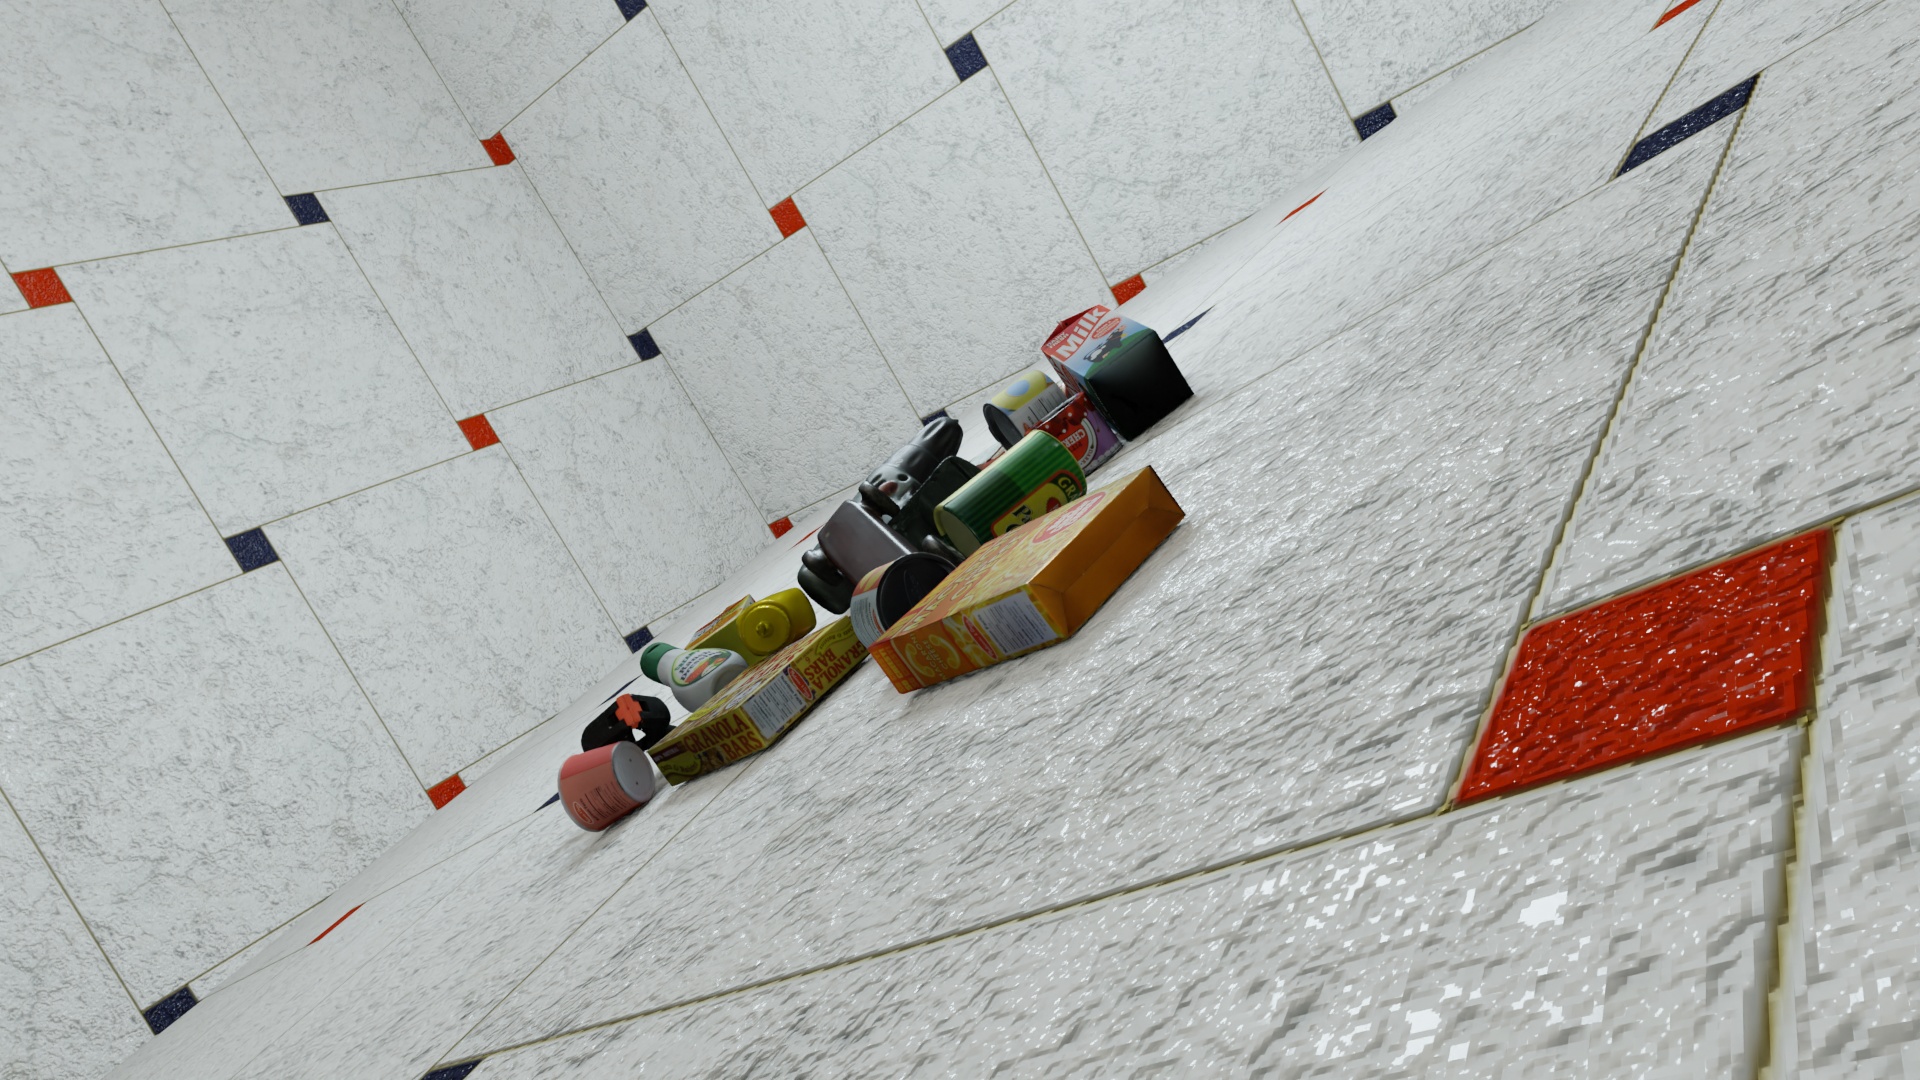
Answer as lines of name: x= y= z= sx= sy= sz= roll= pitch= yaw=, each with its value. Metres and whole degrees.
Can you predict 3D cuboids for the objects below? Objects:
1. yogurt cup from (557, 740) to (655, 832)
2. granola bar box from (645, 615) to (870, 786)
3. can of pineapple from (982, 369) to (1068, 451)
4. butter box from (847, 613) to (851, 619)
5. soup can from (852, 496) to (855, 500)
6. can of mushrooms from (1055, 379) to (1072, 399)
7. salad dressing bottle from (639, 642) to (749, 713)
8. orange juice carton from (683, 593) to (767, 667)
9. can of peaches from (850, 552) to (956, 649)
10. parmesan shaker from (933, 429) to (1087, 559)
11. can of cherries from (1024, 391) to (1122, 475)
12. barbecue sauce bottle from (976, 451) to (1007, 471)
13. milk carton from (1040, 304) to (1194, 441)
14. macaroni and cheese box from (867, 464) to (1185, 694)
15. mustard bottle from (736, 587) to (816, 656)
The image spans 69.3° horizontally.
yogurt cup: x=-0.290 y=0.200 z=1.148 sx=0.054 sy=0.072 sz=0.072 roll=-26 pitch=10 yaw=18
granola bar box: x=-0.158 y=0.127 z=1.085 sx=0.125 sy=0.039 sz=0.165 roll=-41 pitch=8 yaw=-40
can of pineapple: x=0.062 y=-0.115 z=1.270 sx=0.058 sy=0.071 sz=0.071 roll=-37 pitch=7 yaw=-14
butter box: x=-0.126 y=0.098 z=1.189 sx=0.103 sy=0.024 sz=0.053 roll=-30 pitch=8 yaw=40
soup can: x=-0.069 y=-0.033 z=1.551 sx=0.071 sy=0.083 sz=0.071 roll=-35 pitch=6 yaw=4
can of mushrooms: x=0.115 y=-0.131 z=1.379 sx=0.033 sy=0.071 sz=0.071 roll=-28 pitch=10 yaw=42
salad dressing bottle: x=-0.238 y=0.119 z=1.235 sx=0.064 sy=0.044 sz=0.147 roll=-39 pitch=27 yaw=-28
orange juice carton: x=-0.224 y=0.109 z=1.400 sx=0.073 sy=0.071 sz=0.193 roll=-36 pitch=7 yaw=-1
can of peaches: x=-0.032 y=0.044 z=0.923 sx=0.071 sy=0.071 sz=0.058 roll=-39 pitch=6 yaw=-25
parmesan shaker: x=0.038 y=-0.028 z=1.070 sx=0.103 sy=0.071 sz=0.071 roll=-39 pitch=7 yaw=-20
can of cherries: x=0.097 y=-0.088 z=1.205 sx=0.071 sy=0.058 sz=0.071 roll=-35 pitch=6 yaw=4
barbecue sauce bottle: x=0.010 y=-0.049 z=1.440 sx=0.148 sy=0.043 sz=0.065 roll=-30 pitch=12 yaw=40
milk carton: x=0.133 y=-0.160 z=1.268 sx=0.073 sy=0.072 sz=0.191 roll=-36 pitch=21 yaw=0
macaroni and cheese box: x=0.035 y=0.027 z=0.809 sx=0.124 sy=0.040 sz=0.166 roll=-41 pitch=9 yaw=-37
mustard bottle: x=-0.163 y=0.073 z=1.198 sx=0.065 sy=0.049 sz=0.160 roll=-27 pitch=1 yaw=1
